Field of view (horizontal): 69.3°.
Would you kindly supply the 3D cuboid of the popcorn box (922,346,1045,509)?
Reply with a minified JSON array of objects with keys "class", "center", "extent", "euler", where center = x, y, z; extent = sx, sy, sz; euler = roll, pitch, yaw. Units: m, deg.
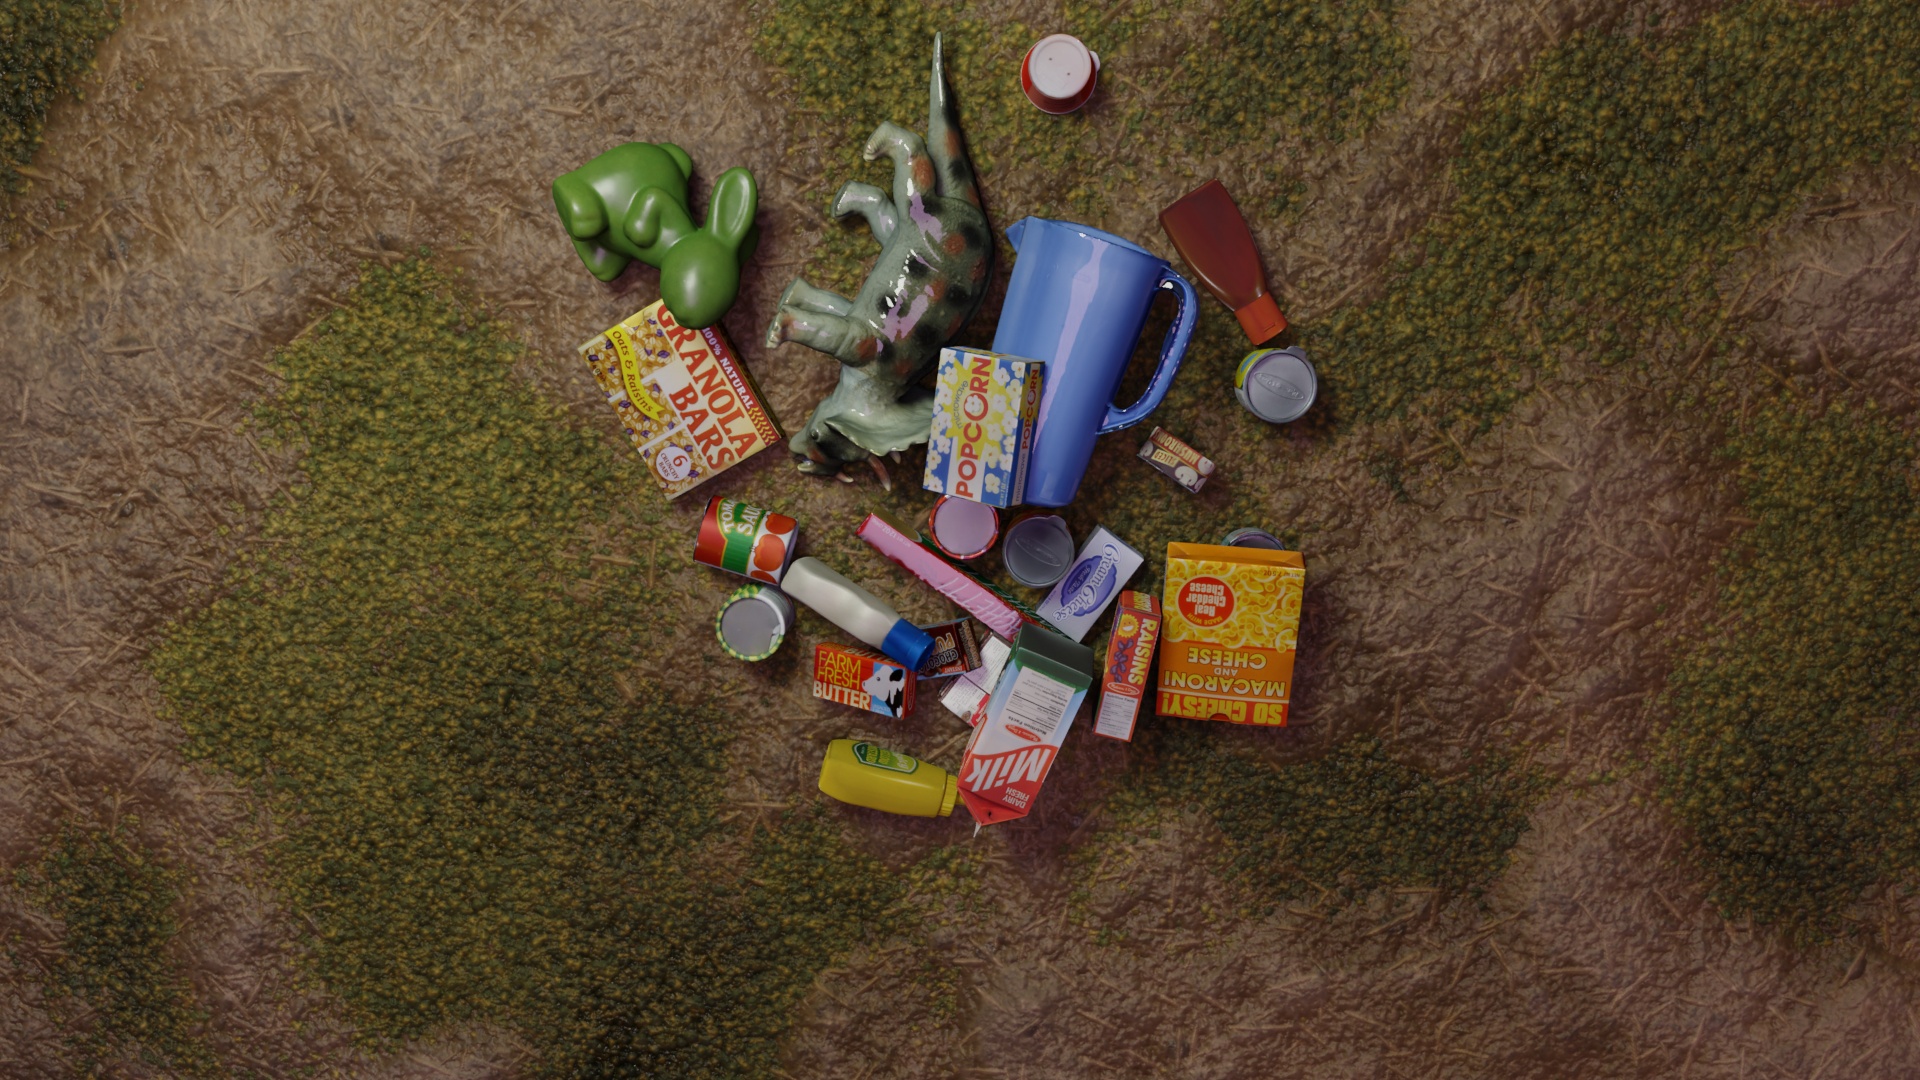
[{"class":"popcorn box","center":[0.020,-0.097,1.184],"extent":[0.085,0.038,0.126],"euler":[15,103,30]}]

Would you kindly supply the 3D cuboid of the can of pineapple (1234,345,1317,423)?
[{"class":"can of pineapple","center":[0.286,-0.143,1.259],"extent":[0.071,0.058,0.071],"euler":[0,100,2]}]

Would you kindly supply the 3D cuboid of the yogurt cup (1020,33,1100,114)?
[{"class":"yogurt cup","center":[0.087,-0.413,1.222],"extent":[0.072,0.054,0.072],"euler":[0,100,3]}]

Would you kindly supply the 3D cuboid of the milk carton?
[{"class":"milk carton","center":[0.052,0.179,1.273],"extent":[0.073,0.072,0.190],"euler":[23,107,-1]}]

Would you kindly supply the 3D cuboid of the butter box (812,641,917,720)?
[{"class":"butter box","center":[-0.091,0.131,1.315],"extent":[0.103,0.024,0.053],"euler":[11,104,26]}]

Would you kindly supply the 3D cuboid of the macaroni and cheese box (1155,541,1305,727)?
[{"class":"macaroni and cheese box","center":[0.247,0.088,1.283],"extent":[0.124,0.040,0.165],"euler":[4,114,9]}]

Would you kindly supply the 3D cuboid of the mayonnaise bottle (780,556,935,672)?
[{"class":"mayonnaise bottle","center":[-0.093,0.068,1.287],"extent":[0.148,0.065,0.041],"euler":[32,97,15]}]

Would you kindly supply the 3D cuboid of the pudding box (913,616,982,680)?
[{"class":"pudding box","center":[-0.023,0.103,1.304],"extent":[0.083,0.030,0.049],"euler":[-12,93,39]}]

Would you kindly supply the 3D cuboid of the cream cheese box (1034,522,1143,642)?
[{"class":"cream cheese box","center":[0.122,0.041,1.313],"extent":[0.053,0.024,0.103],"euler":[36,99,-6]}]

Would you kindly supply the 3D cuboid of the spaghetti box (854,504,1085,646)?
[{"class":"spaghetti box","center":[0.013,0.050,1.306],"extent":[0.250,0.050,0.028],"euler":[34,101,-4]}]

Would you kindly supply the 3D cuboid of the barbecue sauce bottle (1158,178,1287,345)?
[{"class":"barbecue sauce bottle","center":[0.242,-0.247,1.250],"extent":[0.065,0.044,0.148],"euler":[-32,98,7]}]

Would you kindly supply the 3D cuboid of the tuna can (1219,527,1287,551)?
[{"class":"tuna can","center":[0.273,0.024,1.301],"extent":[0.071,0.033,0.071],"euler":[0,100,2]}]

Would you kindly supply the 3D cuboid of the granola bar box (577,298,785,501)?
[{"class":"granola bar box","center":[-0.257,-0.137,1.288],"extent":[0.124,0.039,0.165],"euler":[-29,98,6]}]

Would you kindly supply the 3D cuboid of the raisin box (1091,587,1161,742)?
[{"class":"raisin box","center":[0.153,0.114,1.293],"extent":[0.040,0.086,0.123],"euler":[14,100,4]}]

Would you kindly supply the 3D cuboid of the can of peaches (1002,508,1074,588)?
[{"class":"can of peaches","center":[0.074,0.004,1.292],"extent":[0.071,0.058,0.071],"euler":[0,99,2]}]

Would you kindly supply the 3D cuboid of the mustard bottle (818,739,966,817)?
[{"class":"mustard bottle","center":[-0.054,0.234,1.335],"extent":[0.160,0.065,0.048],"euler":[15,106,-7]}]

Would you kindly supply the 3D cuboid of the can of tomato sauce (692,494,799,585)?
[{"class":"can of tomato sauce","center":[-0.199,-0.001,1.295],"extent":[0.083,0.071,0.071],"euler":[17,100,-2]}]

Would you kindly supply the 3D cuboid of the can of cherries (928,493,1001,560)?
[{"class":"can of cherries","center":[0.005,-0.016,1.290],"extent":[0.071,0.058,0.071],"euler":[0,100,2]}]

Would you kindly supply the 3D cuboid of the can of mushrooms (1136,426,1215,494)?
[{"class":"can of mushrooms","center":[0.197,-0.074,1.268],"extent":[0.071,0.071,0.033],"euler":[34,98,-4]}]

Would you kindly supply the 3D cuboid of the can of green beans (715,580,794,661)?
[{"class":"can of green beans","center":[-0.194,0.076,1.313],"extent":[0.071,0.058,0.071],"euler":[0,100,2]}]
